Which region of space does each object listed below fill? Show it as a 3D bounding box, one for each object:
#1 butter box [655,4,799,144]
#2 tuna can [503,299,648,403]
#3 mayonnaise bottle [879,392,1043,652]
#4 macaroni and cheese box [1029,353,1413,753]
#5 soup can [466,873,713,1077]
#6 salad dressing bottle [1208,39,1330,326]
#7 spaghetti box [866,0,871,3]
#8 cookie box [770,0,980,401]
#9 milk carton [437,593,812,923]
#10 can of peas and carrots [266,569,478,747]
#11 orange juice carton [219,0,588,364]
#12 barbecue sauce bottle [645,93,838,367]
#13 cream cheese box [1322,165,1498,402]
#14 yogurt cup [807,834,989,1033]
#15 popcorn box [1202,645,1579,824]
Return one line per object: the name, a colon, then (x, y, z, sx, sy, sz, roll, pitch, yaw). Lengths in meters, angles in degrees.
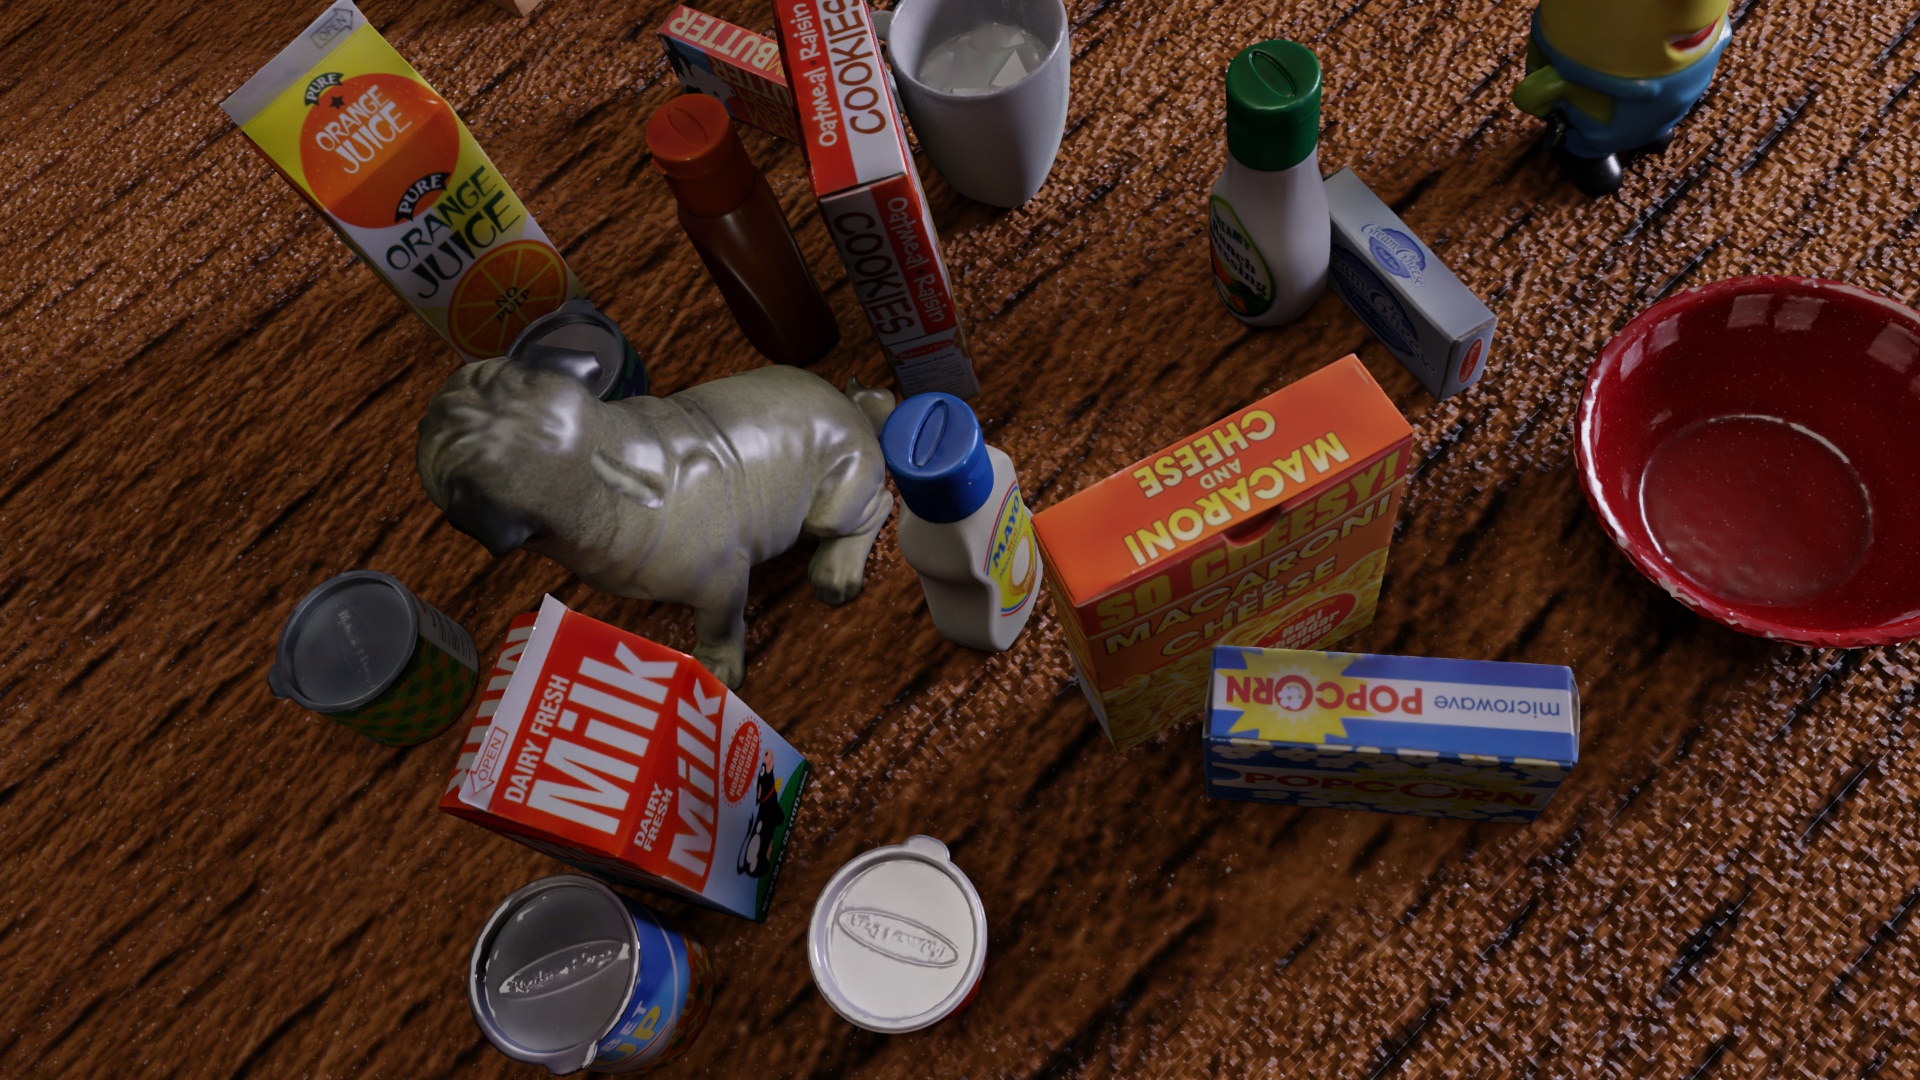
butter box: (-0.109, -0.245, 0.742, 0.103, 0.053, 0.024, 28, 74, 21)
tuna can: (-0.191, -0.082, 0.693, 0.071, 0.032, 0.071, -4, 65, 9)
mayonnaise bottle: (0.002, -0.007, 0.556, 0.041, 0.147, 0.065, 14, 69, 17)
macaroni and cheese box: (0.098, 0.014, 0.517, 0.124, 0.166, 0.040, -27, 64, -2)
soup can: (-0.139, 0.172, 0.535, 0.071, 0.083, 0.071, -4, 65, 9)
salad dressing bottle: (0.133, -0.150, 0.597, 0.044, 0.147, 0.064, -30, 64, -3)
spaghetti box: (-0.132, -0.395, 0.818, 0.029, 0.050, 0.250, -43, 65, -10)
cookie box: (-0.036, -0.152, 0.620, 0.040, 0.167, 0.123, -16, 64, 4)
milk carton: (-0.123, 0.085, 0.513, 0.073, 0.190, 0.072, 10, 68, 15)
can of peas and carrots: (-0.264, 0.056, 0.628, 0.071, 0.058, 0.071, -4, 65, 9)
orange juice carton: (-0.261, -0.162, 0.655, 0.073, 0.192, 0.072, 38, 78, 24)
barbecue sauce bottle: (-0.100, -0.140, 0.638, 0.044, 0.148, 0.065, -39, 64, -8)
cream cheese box: (0.193, -0.114, 0.621, 0.024, 0.053, 0.104, -32, 64, -4)
yogurt cup: (-0.020, 0.156, 0.536, 0.072, 0.053, 0.072, -4, 65, 9)
popcorn box: (0.157, 0.074, 0.522, 0.127, 0.085, 0.038, 3, 66, 12)
